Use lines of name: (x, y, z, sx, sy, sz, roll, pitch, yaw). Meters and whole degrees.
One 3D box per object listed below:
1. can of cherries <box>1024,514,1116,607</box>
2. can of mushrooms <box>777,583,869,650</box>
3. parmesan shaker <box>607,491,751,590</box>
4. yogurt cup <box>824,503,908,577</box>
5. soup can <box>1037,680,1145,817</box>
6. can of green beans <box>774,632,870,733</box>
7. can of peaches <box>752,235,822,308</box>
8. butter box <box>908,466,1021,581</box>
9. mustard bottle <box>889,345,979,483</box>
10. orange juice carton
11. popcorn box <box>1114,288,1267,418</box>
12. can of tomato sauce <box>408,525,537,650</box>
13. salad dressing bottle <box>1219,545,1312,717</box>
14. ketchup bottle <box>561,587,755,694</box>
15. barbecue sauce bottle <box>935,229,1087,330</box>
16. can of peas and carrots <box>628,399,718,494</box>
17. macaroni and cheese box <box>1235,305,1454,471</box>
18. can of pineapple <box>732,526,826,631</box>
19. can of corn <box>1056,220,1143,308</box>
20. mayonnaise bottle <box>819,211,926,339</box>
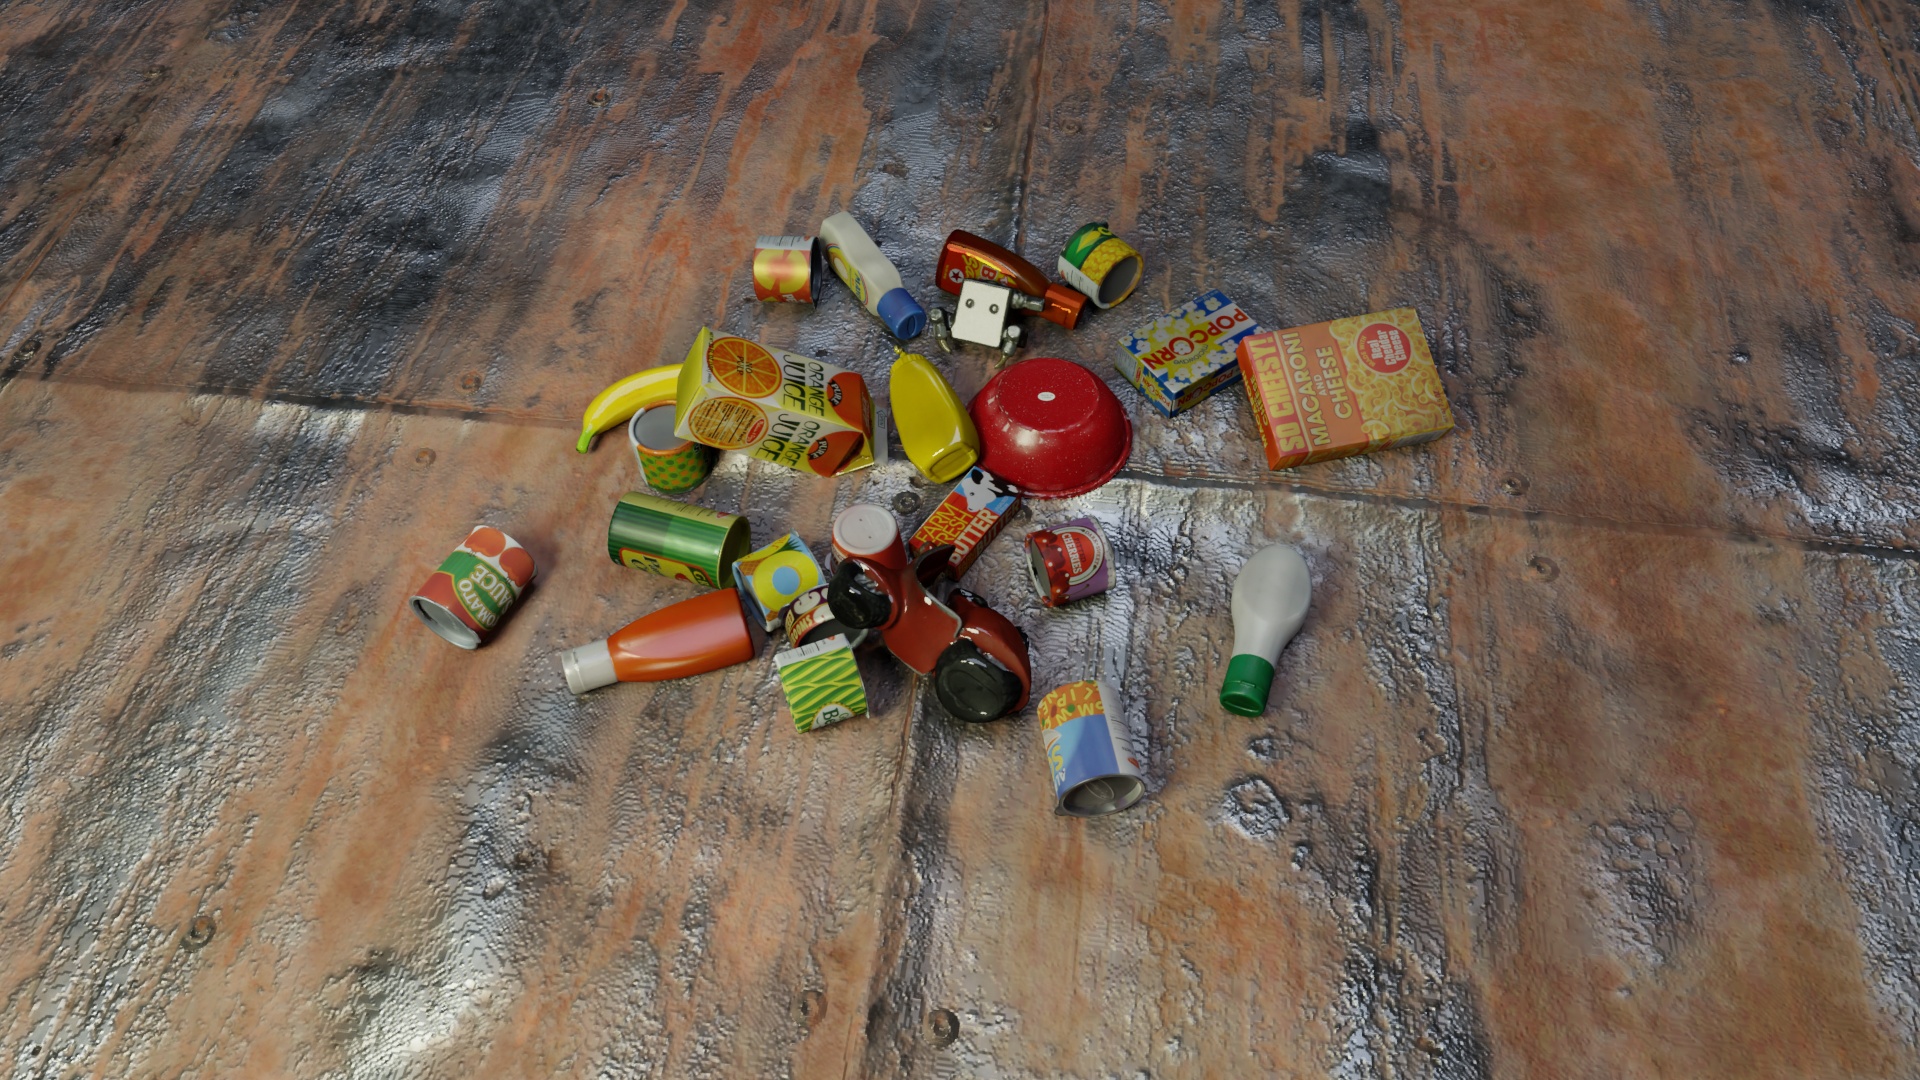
can of cherries: (0.092, 0.017, 1.159, 0.058, 0.071, 0.072, -16, 54, -10)
can of mushrooms: (-0.111, 0.068, 1.126, 0.071, 0.070, 0.033, -18, 57, -12)
parmesan shaker: (-0.238, 0.001, 1.183, 0.103, 0.071, 0.072, 13, 54, 12)
yogurt cup: (-0.079, 0.005, 1.182, 0.072, 0.053, 0.073, 0, 53, 0)
soup can: (0.096, 0.159, 1.056, 0.071, 0.071, 0.084, -9, 53, -5)
can of green beans: (-0.109, 0.113, 1.094, 0.058, 0.071, 0.071, -17, 55, -11)
can of peaches: (-0.172, -0.268, 1.383, 0.058, 0.071, 0.071, 3, 53, 3)
butter box: (0.004, -0.015, 1.214, 0.053, 0.024, 0.104, 28, 58, 21)
mustard bottle: (-0.032, -0.126, 1.277, 0.065, 0.048, 0.161, -32, 52, 13)
orange juice carton: (-0.151, -0.116, 1.236, 0.193, 0.072, 0.072, 14, 49, -25)
popcorn box: (0.223, -0.180, 1.325, 0.127, 0.038, 0.085, -29, 59, -19)
can of tomato sauce: (-0.402, 0.039, 1.153, 0.071, 0.070, 0.083, 21, 56, 16)
salad dressing bottle: (0.246, 0.073, 1.132, 0.064, 0.043, 0.148, 17, 56, 11)
ketchup bottle: (-0.246, 0.086, 1.130, 0.149, 0.043, 0.065, -16, 54, -10)
barbecue sauce bottle: (0.051, -0.252, 1.371, 0.148, 0.064, 0.044, 24, 45, 8)
can of peas and carrots: (-0.258, -0.085, 1.250, 0.071, 0.058, 0.071, 0, 54, 1)
macaroni and cheese box: (0.349, -0.139, 1.270, 0.167, 0.040, 0.124, -11, 73, -7)
can of pineapple: (-0.150, 0.033, 1.153, 0.058, 0.070, 0.071, -28, 58, -18)
can of corn: (0.141, -0.275, 1.379, 0.071, 0.070, 0.058, -34, 60, -22)
mayonnaise bottle: (-0.087, -0.260, 1.378, 0.041, 0.064, 0.148, -27, 61, -19)
